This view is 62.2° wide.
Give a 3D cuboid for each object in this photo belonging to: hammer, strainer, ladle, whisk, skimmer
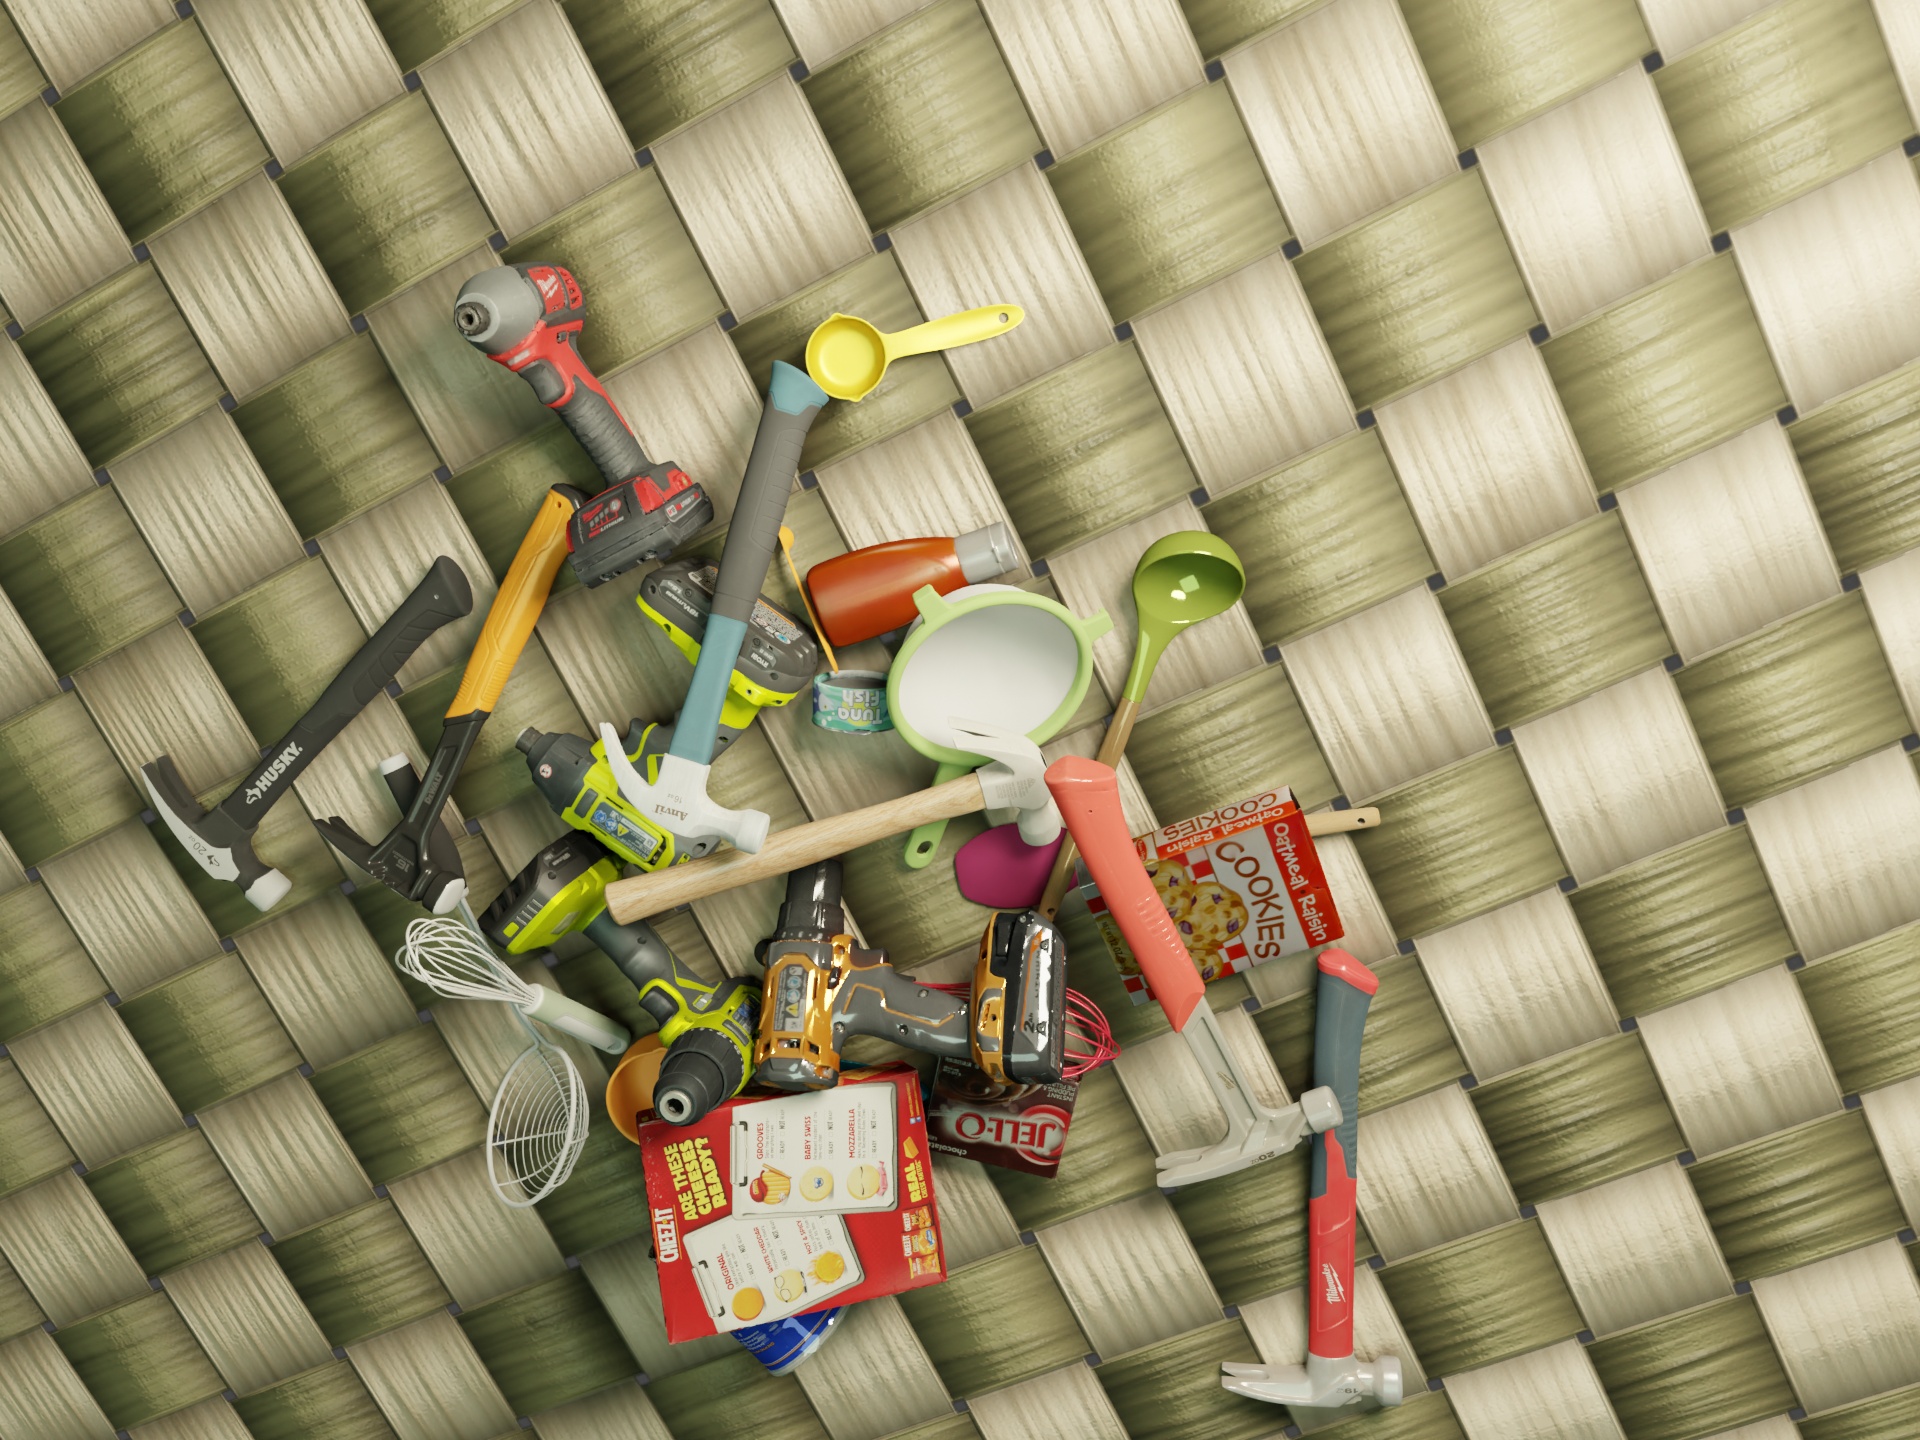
[{"bbox_3d":[-0.498,-0.006,1.240,0.146,0.035,0.334,45,106,-7],"label":"hammer"},{"bbox_3d":[0.141,0.182,1.143,0.149,0.037,0.358,-23,112,14],"label":"hammer"},{"bbox_3d":[-0.002,-0.004,1.168,0.151,0.069,0.256,5,127,-23],"label":"strainer"},{"bbox_3d":[-0.367,-0.027,1.195,0.127,0.034,0.337,30,99,12],"label":"hammer"},{"bbox_3d":[0.117,0.013,1.147,0.078,0.062,0.320,16,106,-16],"label":"ladle"},{"bbox_3d":[-0.020,0.214,1.228,0.296,0.073,0.073,14,107,9],"label":"whisk"},{"bbox_3d":[0.275,0.362,1.241,0.143,0.038,0.386,0,105,9],"label":"hammer"},{"bbox_3d":[-0.330,0.209,1.204,0.058,0.059,0.246,-33,141,11],"label":"whisk"},{"bbox_3d":[-0.154,-0.083,1.095,0.128,0.033,0.331,16,90,0],"label":"hammer"},{"bbox_3d":[-0.393,0.205,1.255,0.127,0.090,0.363,-15,103,43],"label":"skimmer"},{"bbox_3d":[-0.094,0.083,1.145,0.331,0.031,0.129,-17,134,-2],"label":"hammer"}]

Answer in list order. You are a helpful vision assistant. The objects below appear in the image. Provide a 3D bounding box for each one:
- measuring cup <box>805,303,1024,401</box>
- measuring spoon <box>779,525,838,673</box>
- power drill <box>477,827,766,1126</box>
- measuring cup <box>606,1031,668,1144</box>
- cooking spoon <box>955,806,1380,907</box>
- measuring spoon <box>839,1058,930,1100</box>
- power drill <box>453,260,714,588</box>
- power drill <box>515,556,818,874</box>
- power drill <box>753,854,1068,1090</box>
[{"bbox_3d":[-0.032,-0.267,1.119,0.156,0.029,0.062,-14,103,-1],"label":"measuring cup"},{"bbox_3d":[-0.110,-0.089,1.166,0.011,0.021,0.117,-22,90,-4],"label":"measuring spoon"},{"bbox_3d":[-0.242,0.194,1.184,0.228,0.190,0.080,44,102,-1],"label":"power drill"},{"bbox_3d":[-0.193,0.297,1.278,0.173,0.052,0.095,4,106,-1],"label":"measuring cup"},{"bbox_3d":[0.152,0.095,1.193,0.319,0.017,0.068,-9,104,11],"label":"cooking spoon"},{"bbox_3d":[-0.085,0.280,1.278,0.128,0.021,0.042,19,96,-8],"label":"measuring spoon"},{"bbox_3d":[-0.268,-0.211,1.099,0.078,0.143,0.219,-25,103,15],"label":"power drill"},{"bbox_3d":[-0.221,-0.003,1.185,0.171,0.080,0.223,35,109,1],"label":"power drill"},{"bbox_3d":[-0.038,0.181,1.175,0.226,0.084,0.185,-2,69,14],"label":"power drill"}]
